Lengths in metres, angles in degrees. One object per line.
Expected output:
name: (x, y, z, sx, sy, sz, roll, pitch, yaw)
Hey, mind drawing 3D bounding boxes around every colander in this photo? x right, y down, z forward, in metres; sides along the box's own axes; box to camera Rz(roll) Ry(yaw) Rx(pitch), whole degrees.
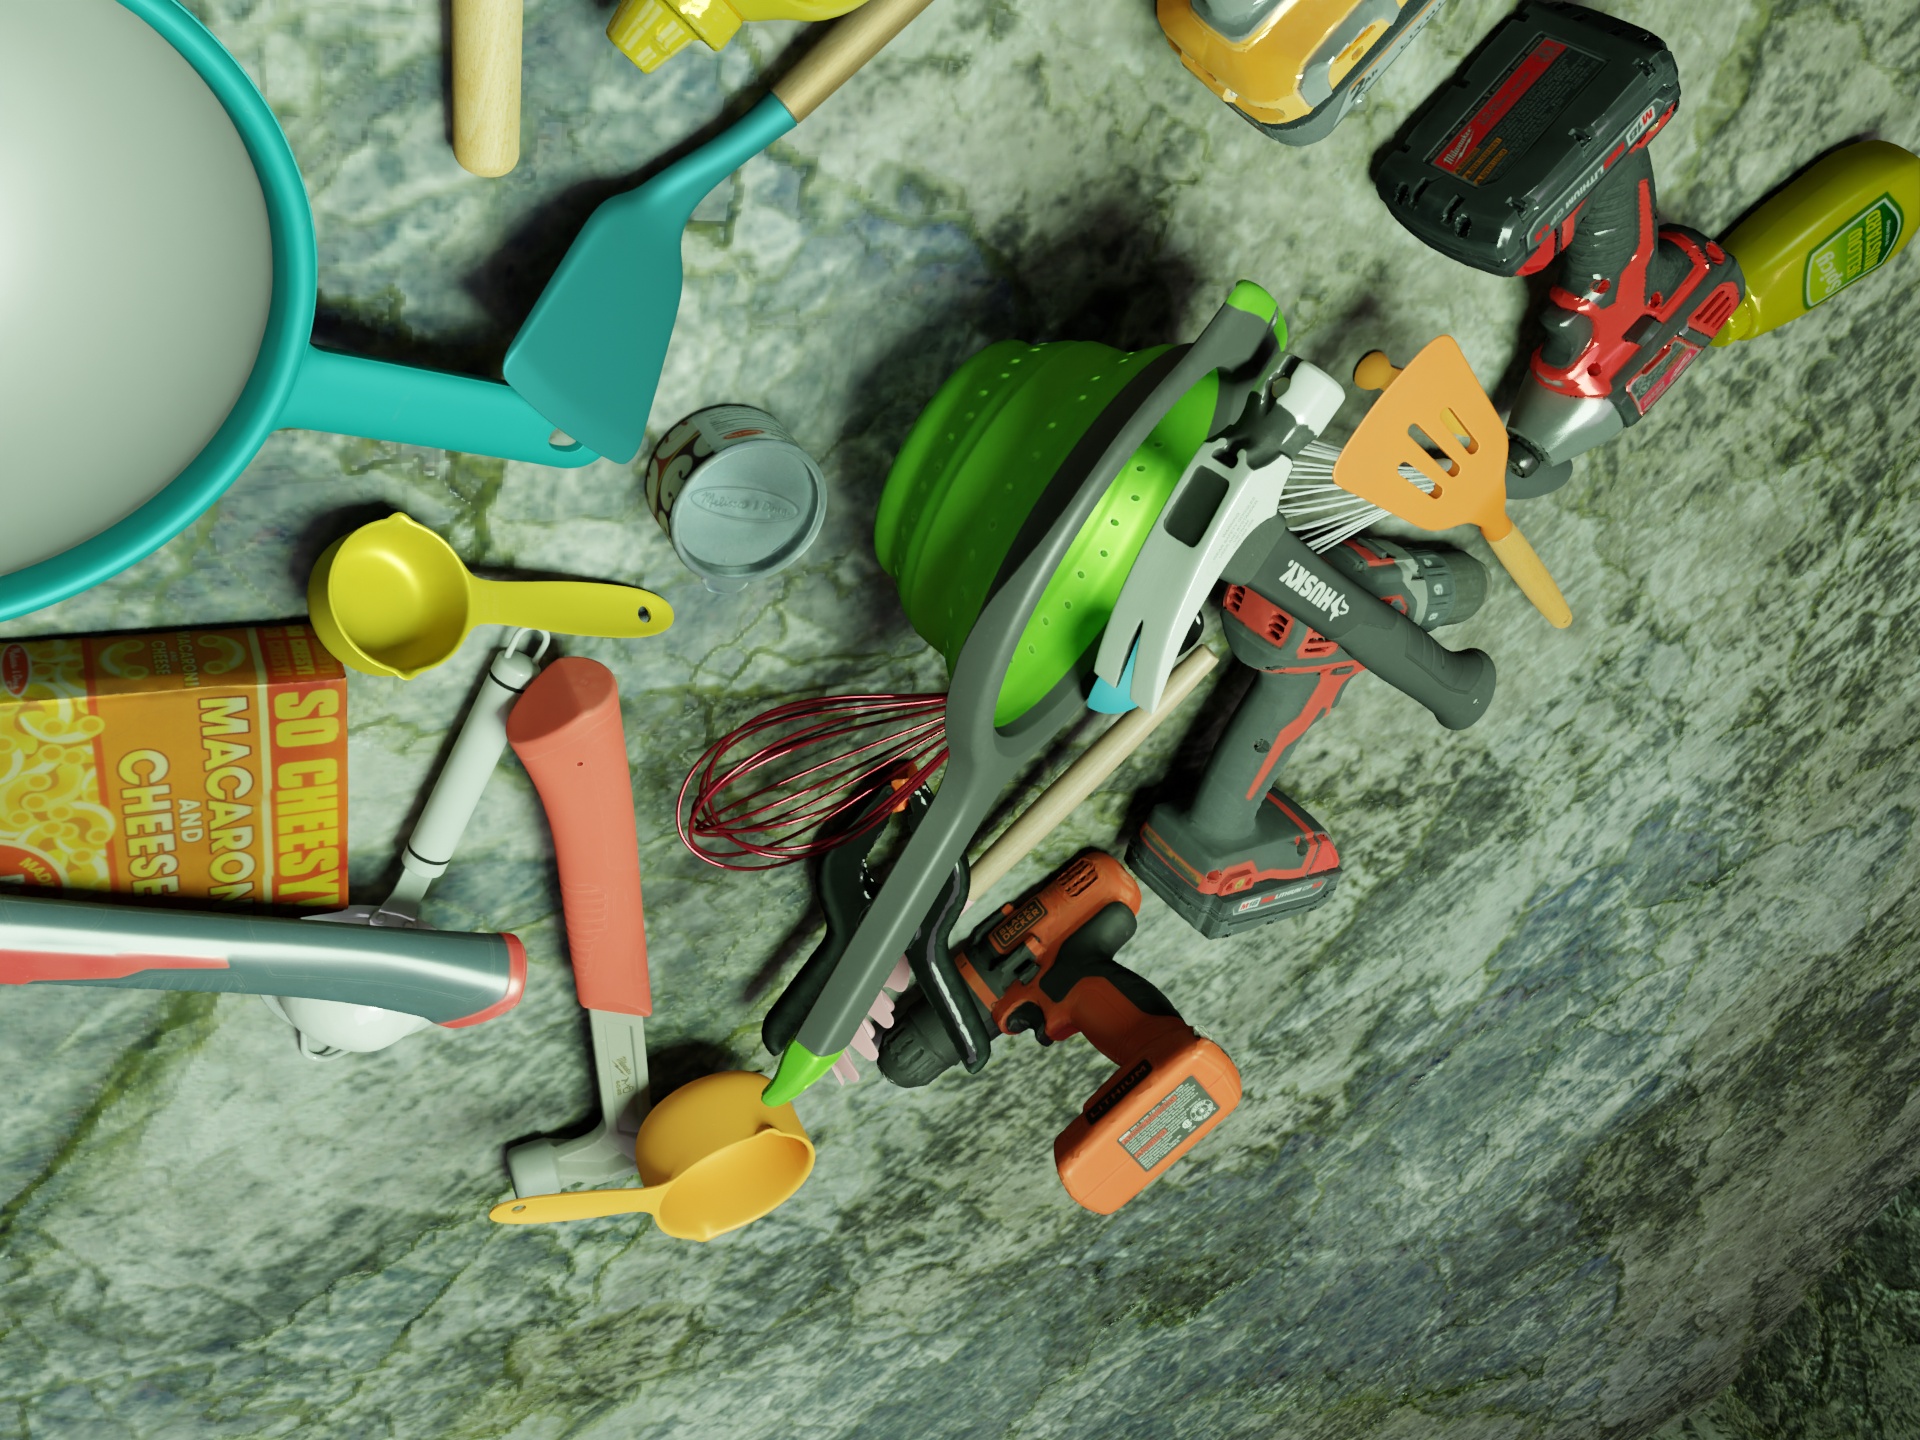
colander: (-0.010, -0.018, 0.669, 0.397, 0.094, 0.204, -60, 165, 12)

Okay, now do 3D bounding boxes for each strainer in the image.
strainer: (-0.234, 0.066, 0.684, 0.086, 0.050, 0.258, 20, 112, -28)
strainer: (-0.253, -0.128, 0.467, 0.340, 0.095, 0.211, -1, 131, -55)

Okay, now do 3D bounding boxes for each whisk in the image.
whisk: (0.220, -0.121, 0.812, 0.284, 0.070, 0.070, -11, 133, -33)
whisk: (-0.129, -0.273, 0.446, 0.051, 0.047, 0.244, -1, 133, -18)
whisk: (-0.001, -0.002, 0.766, 0.296, 0.073, 0.073, -22, 137, -24)

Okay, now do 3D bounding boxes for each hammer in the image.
hammer: (0.181, -0.043, 0.744, 0.334, 0.035, 0.146, 21, 106, -53)
hammer: (-0.332, 0.064, 0.553, 0.386, 0.038, 0.143, 11, 119, -38)
hammer: (-0.159, 0.111, 0.761, 0.149, 0.037, 0.358, -16, 138, -22)

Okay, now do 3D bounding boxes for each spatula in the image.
spatula: (-0.036, -0.223, 0.549, 0.317, 0.044, 0.082, -43, 156, 5)
spatula: (0.278, -0.099, 0.829, 0.081, 0.041, 0.322, -53, 149, 9)

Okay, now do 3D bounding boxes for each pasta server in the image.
pasta server: (0.027, 0.079, 0.853, 0.040, 0.060, 0.316, 43, 105, -6)

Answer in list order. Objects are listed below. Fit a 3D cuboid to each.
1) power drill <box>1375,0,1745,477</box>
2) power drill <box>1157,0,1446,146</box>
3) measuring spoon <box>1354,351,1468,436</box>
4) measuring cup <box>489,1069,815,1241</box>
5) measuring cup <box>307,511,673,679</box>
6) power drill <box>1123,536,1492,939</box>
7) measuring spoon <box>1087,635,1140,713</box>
power drill: (0.287, -0.212, 0.751, 0.143, 0.079, 0.219, -48, 140, 7)
power drill: (0.108, -0.302, 0.498, 0.185, 0.084, 0.226, -48, 155, 17)
measuring spoon: (0.241, -0.163, 0.813, 0.116, 0.011, 0.021, 11, 120, -40)
measuring cup: (-0.160, 0.222, 0.810, 0.173, 0.052, 0.095, 4, 129, -36)
measuring cup: (-0.181, -0.044, 0.625, 0.156, 0.029, 0.062, 1, 84, -51)
power drill: (0.199, 0.000, 0.888, 0.188, 0.080, 0.226, -9, 128, -38)
measuring spoon: (0.086, -0.015, 0.750, 0.042, 0.021, 0.128, -57, 166, 3)
